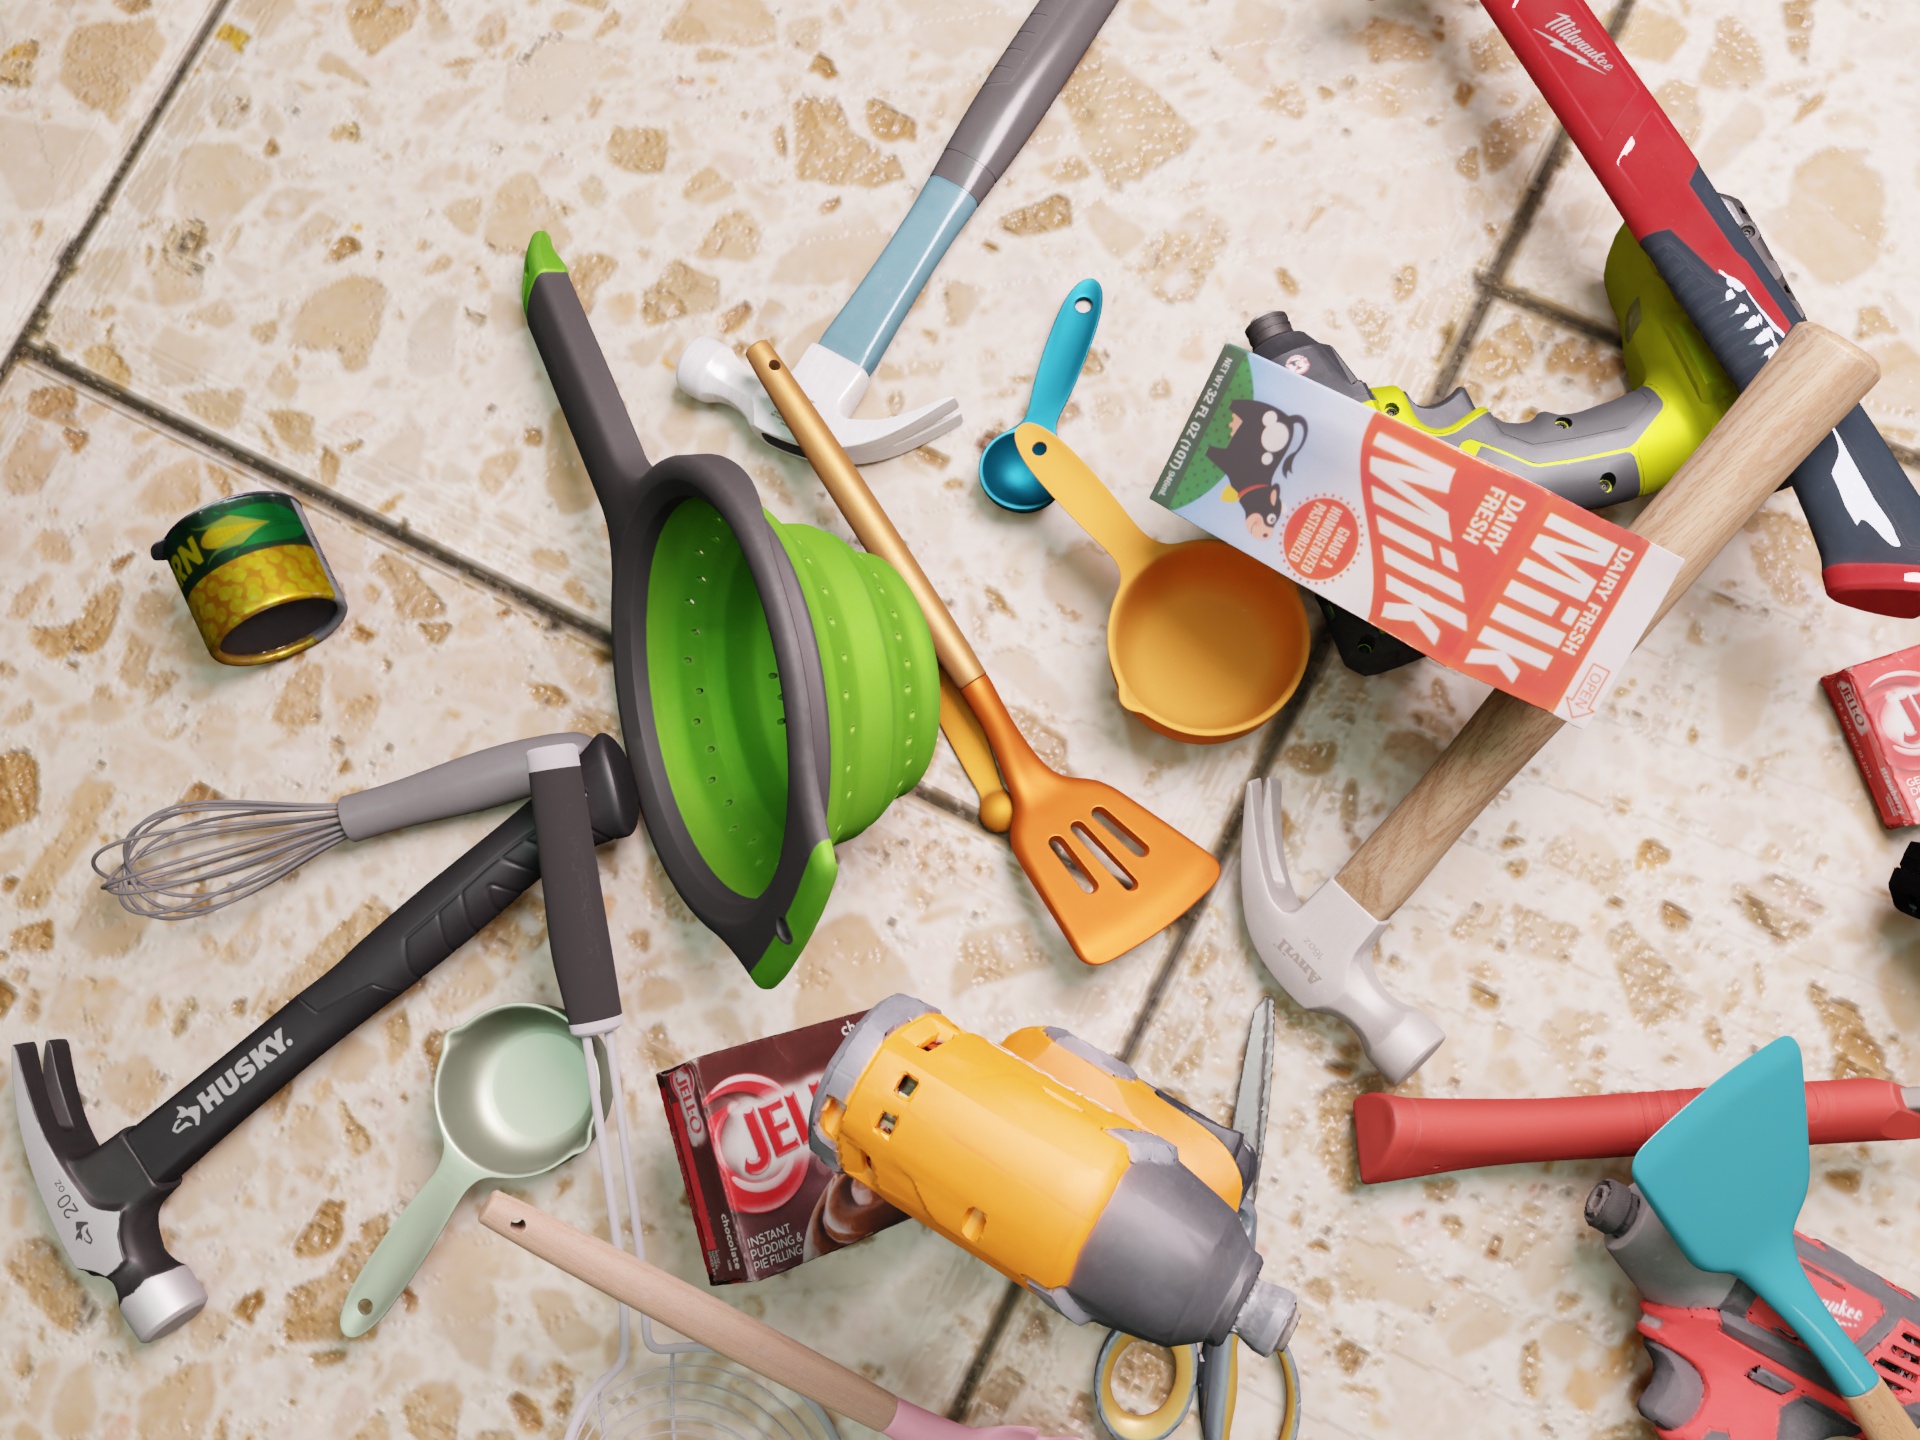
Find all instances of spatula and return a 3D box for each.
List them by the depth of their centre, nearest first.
[{"bbox_3d":[0.348,0.268,0.579,0.082,0.044,0.317,-32,87,-14],"label":"spatula"},{"bbox_3d":[-0.004,-0.040,0.717,0.081,0.041,0.322,-32,86,-22],"label":"spatula"}]

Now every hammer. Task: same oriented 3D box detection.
[{"bbox_3d":[0.343,0.160,0.639,0.359,0.149,0.037,-8,57,16],"label":"hammer"},{"bbox_3d":[0.231,-0.013,0.639,0.130,0.031,0.331,45,113,25],"label":"hammer"},{"bbox_3d":[0.306,-0.218,0.654,0.143,0.038,0.387,-25,71,5],"label":"hammer"},{"bbox_3d":[-0.282,0.121,0.724,0.335,0.035,0.146,-39,79,2],"label":"hammer"},{"bbox_3d":[0.003,-0.269,0.773,0.128,0.033,0.331,31,85,11],"label":"hammer"}]

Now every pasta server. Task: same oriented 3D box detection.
[{"bbox_3d":[-0.049,0.266,0.630,0.316,0.040,0.060,34,74,-15],"label":"pasta server"}]

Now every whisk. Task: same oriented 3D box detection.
[{"bbox_3d":[-0.285,0.043,0.742,0.239,0.055,0.055,-16,79,-2],"label":"whisk"}]

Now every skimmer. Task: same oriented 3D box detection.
[{"bbox_3d":[-0.125,0.185,0.657,0.090,0.127,0.363,-13,85,45],"label":"skimmer"}]

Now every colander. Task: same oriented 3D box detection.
[{"bbox_3d":[-0.105,-0.079,0.720,0.094,0.204,0.397,-10,59,-30],"label":"colander"}]

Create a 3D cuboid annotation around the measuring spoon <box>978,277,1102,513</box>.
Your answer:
[{"bbox_3d":[0.044,-0.154,0.761,0.042,0.021,0.129,17,73,9],"label":"measuring spoon"}]

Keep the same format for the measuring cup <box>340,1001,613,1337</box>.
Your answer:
[{"bbox_3d":[-0.219,0.202,0.714,0.083,0.038,0.167,34,87,10],"label":"measuring cup"}]

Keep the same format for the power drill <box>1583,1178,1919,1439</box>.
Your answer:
[{"bbox_3d":[0.280,0.296,0.627,0.143,0.078,0.220,29,81,4],"label":"power drill"}]

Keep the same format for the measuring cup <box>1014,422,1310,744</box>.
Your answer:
[{"bbox_3d":[0.083,-0.064,0.722,0.095,0.052,0.174,-39,77,-2],"label":"measuring cup"}]

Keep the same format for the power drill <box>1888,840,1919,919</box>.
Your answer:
[{"bbox_3d":[0.459,-0.010,0.619,0.188,0.080,0.226,23,94,-10],"label":"power drill"}]

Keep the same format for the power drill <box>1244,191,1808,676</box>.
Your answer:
[{"bbox_3d":[0.245,-0.138,0.706,0.223,0.080,0.171,-21,77,5],"label":"power drill"}]

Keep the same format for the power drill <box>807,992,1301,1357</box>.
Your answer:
[{"bbox_3d":[0.050,0.171,0.584,0.164,0.226,0.084,27,83,19],"label":"power drill"}]

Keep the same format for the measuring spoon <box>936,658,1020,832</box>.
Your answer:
[{"bbox_3d":[-0.001,-0.002,0.739,0.021,0.011,0.117,-24,79,1],"label":"measuring spoon"}]
